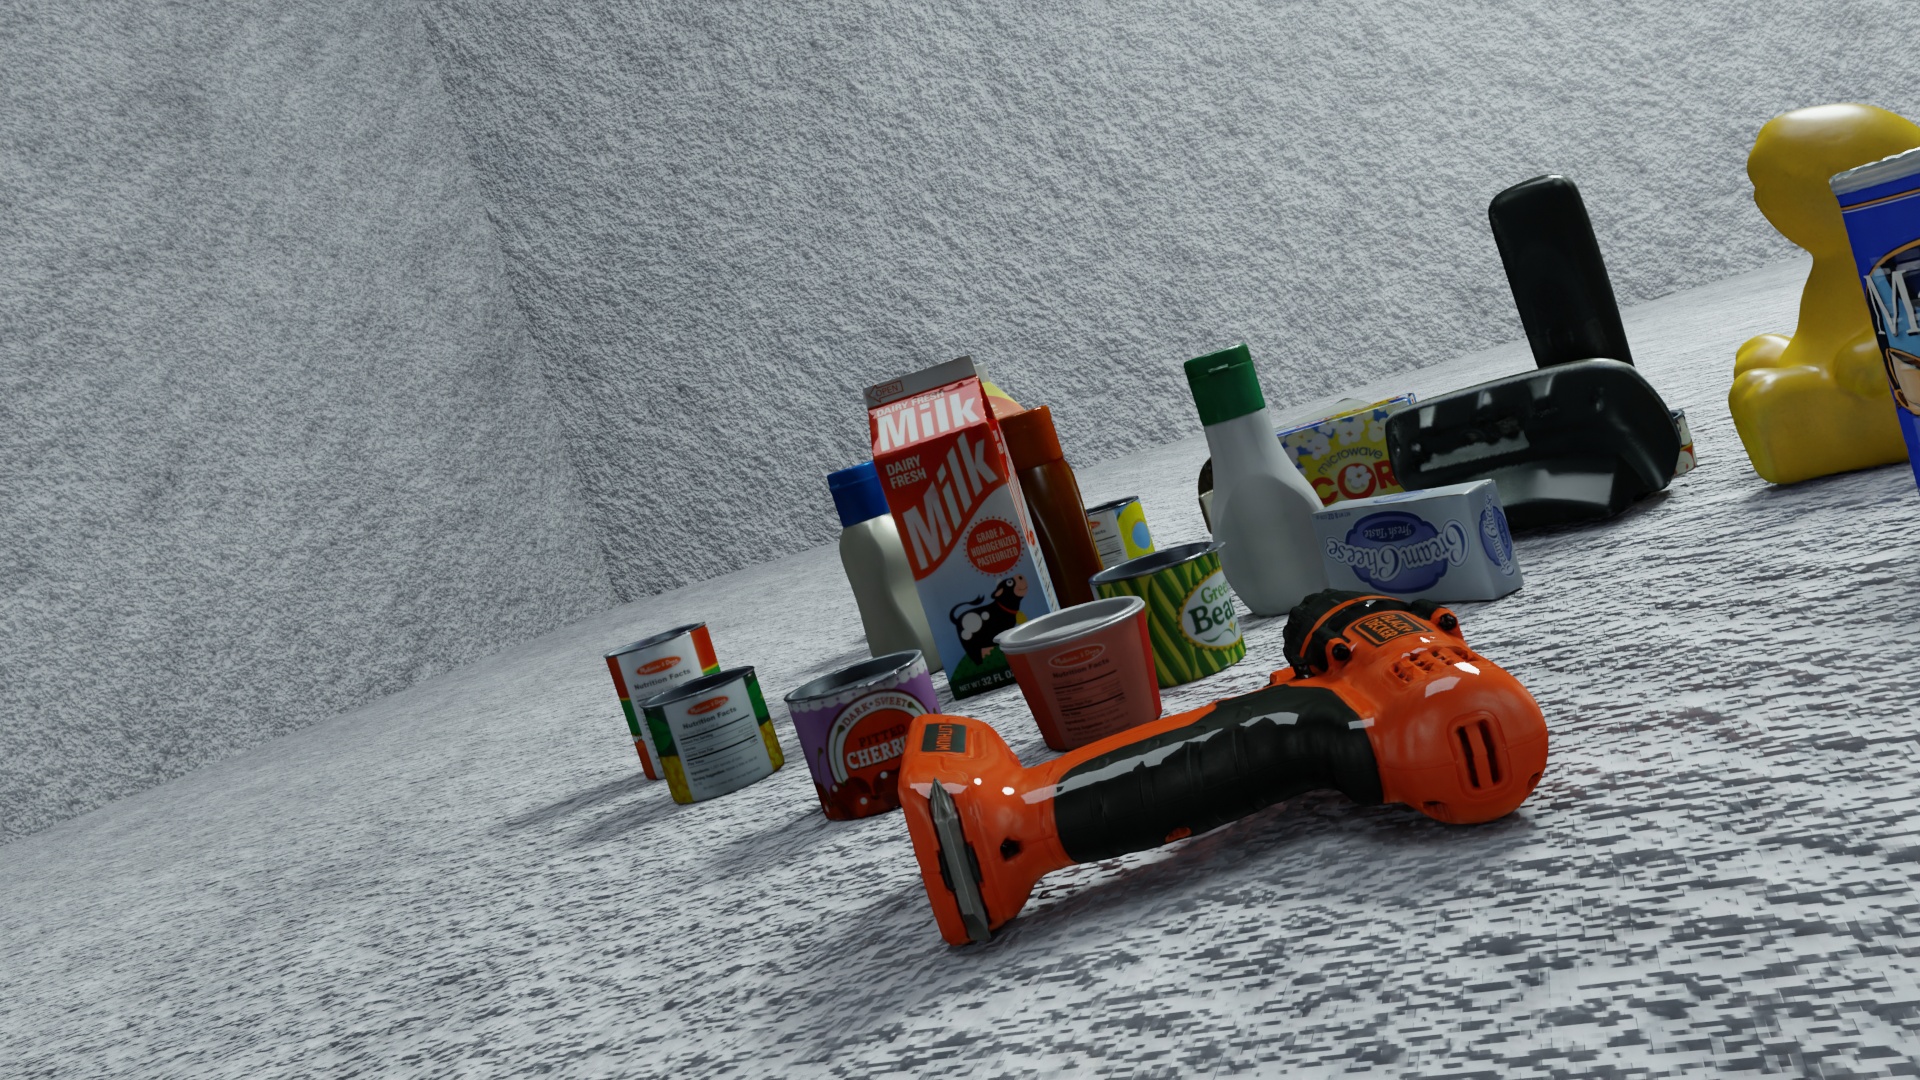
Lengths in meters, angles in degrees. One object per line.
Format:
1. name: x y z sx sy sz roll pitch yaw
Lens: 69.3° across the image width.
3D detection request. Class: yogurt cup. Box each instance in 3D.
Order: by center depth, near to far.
1. yogurt cup: 0.057 0.060 0.623 0.072 0.054 0.072 -18 4 1

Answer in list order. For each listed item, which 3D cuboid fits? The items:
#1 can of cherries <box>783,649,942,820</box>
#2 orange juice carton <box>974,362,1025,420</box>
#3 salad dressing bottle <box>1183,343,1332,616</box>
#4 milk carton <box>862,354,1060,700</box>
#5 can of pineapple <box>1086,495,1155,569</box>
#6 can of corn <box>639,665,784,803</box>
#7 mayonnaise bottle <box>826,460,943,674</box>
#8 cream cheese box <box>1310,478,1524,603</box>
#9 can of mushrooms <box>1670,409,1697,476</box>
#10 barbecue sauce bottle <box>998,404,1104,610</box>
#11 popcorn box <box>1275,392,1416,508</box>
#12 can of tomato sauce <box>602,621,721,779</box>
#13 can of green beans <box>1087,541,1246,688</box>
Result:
1. can of cherries: -0.040 0.088 0.629 0.071 0.058 0.071 -18 4 1
2. orange juice carton: 0.018 -0.030 1.003 0.072 0.192 0.073 -20 4 -26
3. salad dressing bottle: 0.162 -0.034 0.767 0.064 0.147 0.044 -17 4 15
4. milk carton: 0.003 -0.010 0.829 0.072 0.190 0.073 -17 4 7
5. can of pineapple: 0.120 0.001 1.109 0.071 0.058 0.071 -18 4 1
6. can of corn: -0.139 0.108 0.780 0.071 0.058 0.071 -18 4 1
7. mayonnaise bottle: -0.051 0.020 0.945 0.041 0.148 0.064 -21 5 -38
8. cream cheese box: 0.221 0.004 0.679 0.024 0.053 0.103 -20 5 -28
9. can of mushrooms: 0.397 -0.053 0.821 0.071 0.033 0.071 -18 4 1
10. barbecue sauce bottle: 0.064 -0.016 0.944 0.044 0.148 0.065 -18 4 -10
11. popcorn box: 0.242 -0.037 0.904 0.126 0.085 0.038 -16 4 24
12. can of tomato sauce: -0.181 0.101 0.881 0.071 0.083 0.071 -18 4 1
13. can of green beans: 0.104 0.038 0.695 0.071 0.057 0.071 -18 4 1
